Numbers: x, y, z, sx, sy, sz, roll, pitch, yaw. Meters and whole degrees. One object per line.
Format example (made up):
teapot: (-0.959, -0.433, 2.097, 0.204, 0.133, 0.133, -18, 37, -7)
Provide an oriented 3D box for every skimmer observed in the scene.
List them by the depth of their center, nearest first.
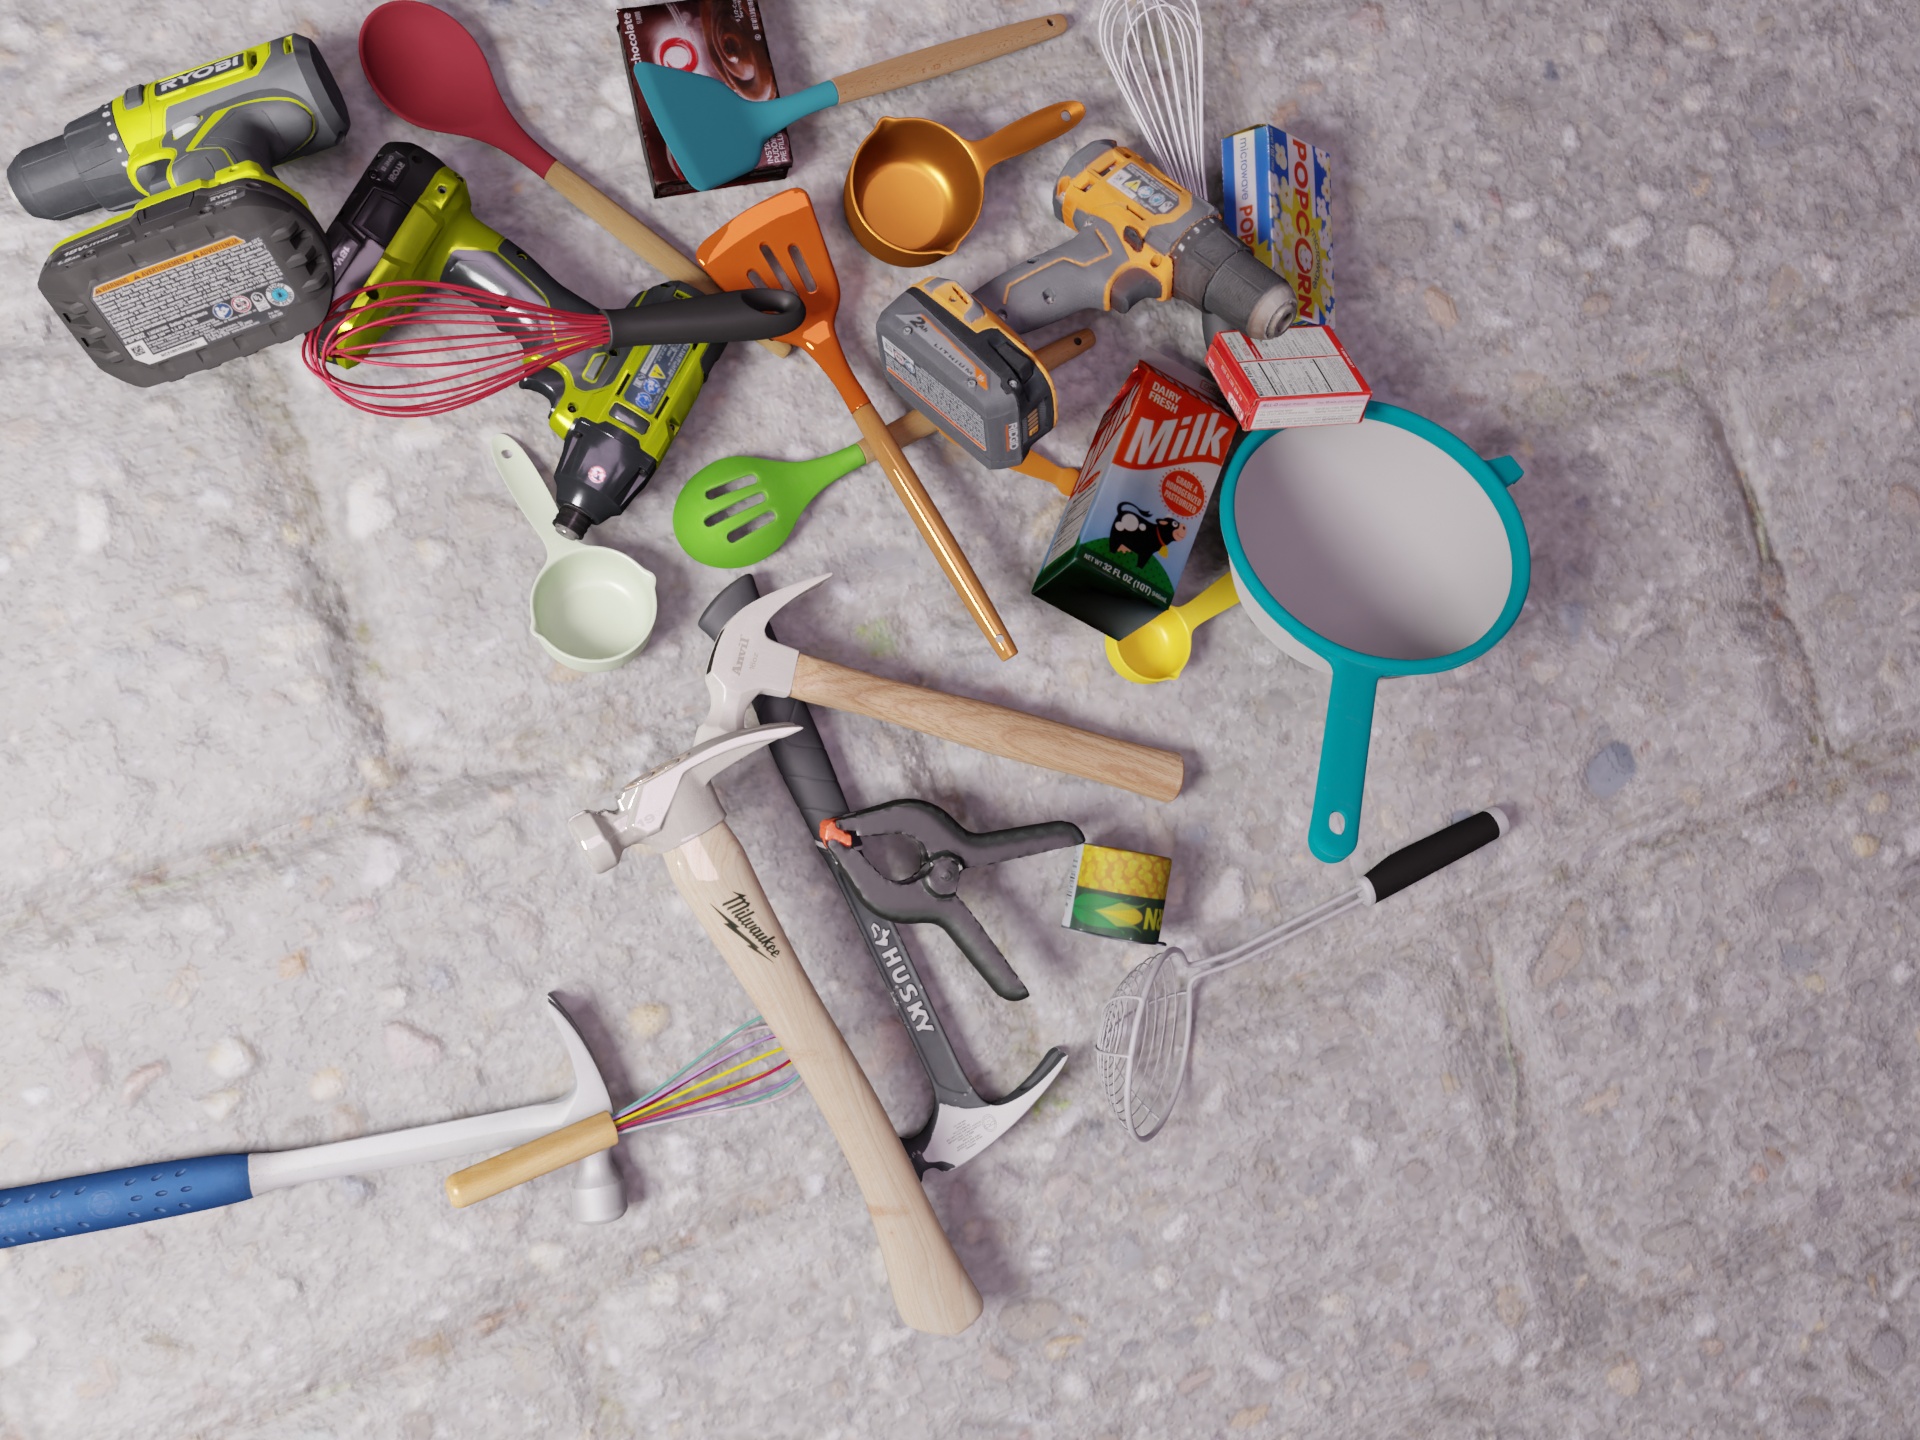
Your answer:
skimmer: (0.244, 0.159, 1.080, 0.363, 0.090, 0.127, -25, 128, -15)

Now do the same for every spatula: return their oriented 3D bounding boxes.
spatula: (-0.051, -0.178, 1.007, 0.081, 0.041, 0.322, -31, 90, 1)
spatula: (-0.055, -0.408, 1.007, 0.317, 0.044, 0.082, -27, 93, -24)

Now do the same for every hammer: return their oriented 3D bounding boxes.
hammer: (-0.413, 0.264, 0.951, 0.405, 0.035, 0.144, -7, 92, -13)
hammer: (-0.078, 0.201, 0.978, 0.146, 0.038, 0.410, -30, 104, -14)
hammer: (-0.002, -0.003, 1.033, 0.331, 0.031, 0.130, 15, 79, -20)
hammer: (-0.066, 0.097, 1.035, 0.149, 0.036, 0.409, -25, 95, -13)

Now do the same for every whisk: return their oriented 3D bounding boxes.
whisk: (-0.223, -0.222, 0.913, 0.295, 0.073, 0.073, -14, 93, -29)
whisk: (-0.193, 0.238, 0.974, 0.245, 0.047, 0.051, -18, 97, -26)
whisk: (0.153, -0.364, 1.081, 0.070, 0.070, 0.284, -18, 99, -13)

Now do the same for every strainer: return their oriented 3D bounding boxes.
strainer: (0.251, -0.051, 1.044, 0.211, 0.095, 0.341, 16, 63, -2)

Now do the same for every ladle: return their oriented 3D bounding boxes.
ladle: (-0.235, -0.331, 1.000, 0.315, 0.031, 0.069, 37, 85, -13)

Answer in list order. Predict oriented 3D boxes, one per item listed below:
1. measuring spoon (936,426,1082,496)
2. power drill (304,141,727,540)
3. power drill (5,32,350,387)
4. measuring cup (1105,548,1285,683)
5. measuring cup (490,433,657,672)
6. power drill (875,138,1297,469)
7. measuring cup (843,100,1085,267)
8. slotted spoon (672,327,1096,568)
measuring spoon: (0.035, -0.178, 1.059, 0.116, 0.011, 0.021, 21, 92, -24)
power drill: (-0.272, -0.226, 0.960, 0.223, 0.080, 0.171, 29, 76, -14)
power drill: (-0.432, -0.283, 0.872, 0.190, 0.229, 0.080, -21, 138, -3)
measuring cup: (0.163, -0.077, 1.099, 0.156, 0.029, 0.062, -32, 92, -23)
measuring cup: (-0.251, -0.104, 0.996, 0.083, 0.038, 0.168, -28, 79, -19)
power drill: (0.083, -0.257, 1.010, 0.226, 0.084, 0.185, -41, 67, -15)
measuring cup: (0.002, -0.360, 1.044, 0.173, 0.052, 0.095, -30, 97, -14)
slotted spoon: (-0.044, -0.189, 1.045, 0.314, 0.031, 0.070, -29, 93, -13)
